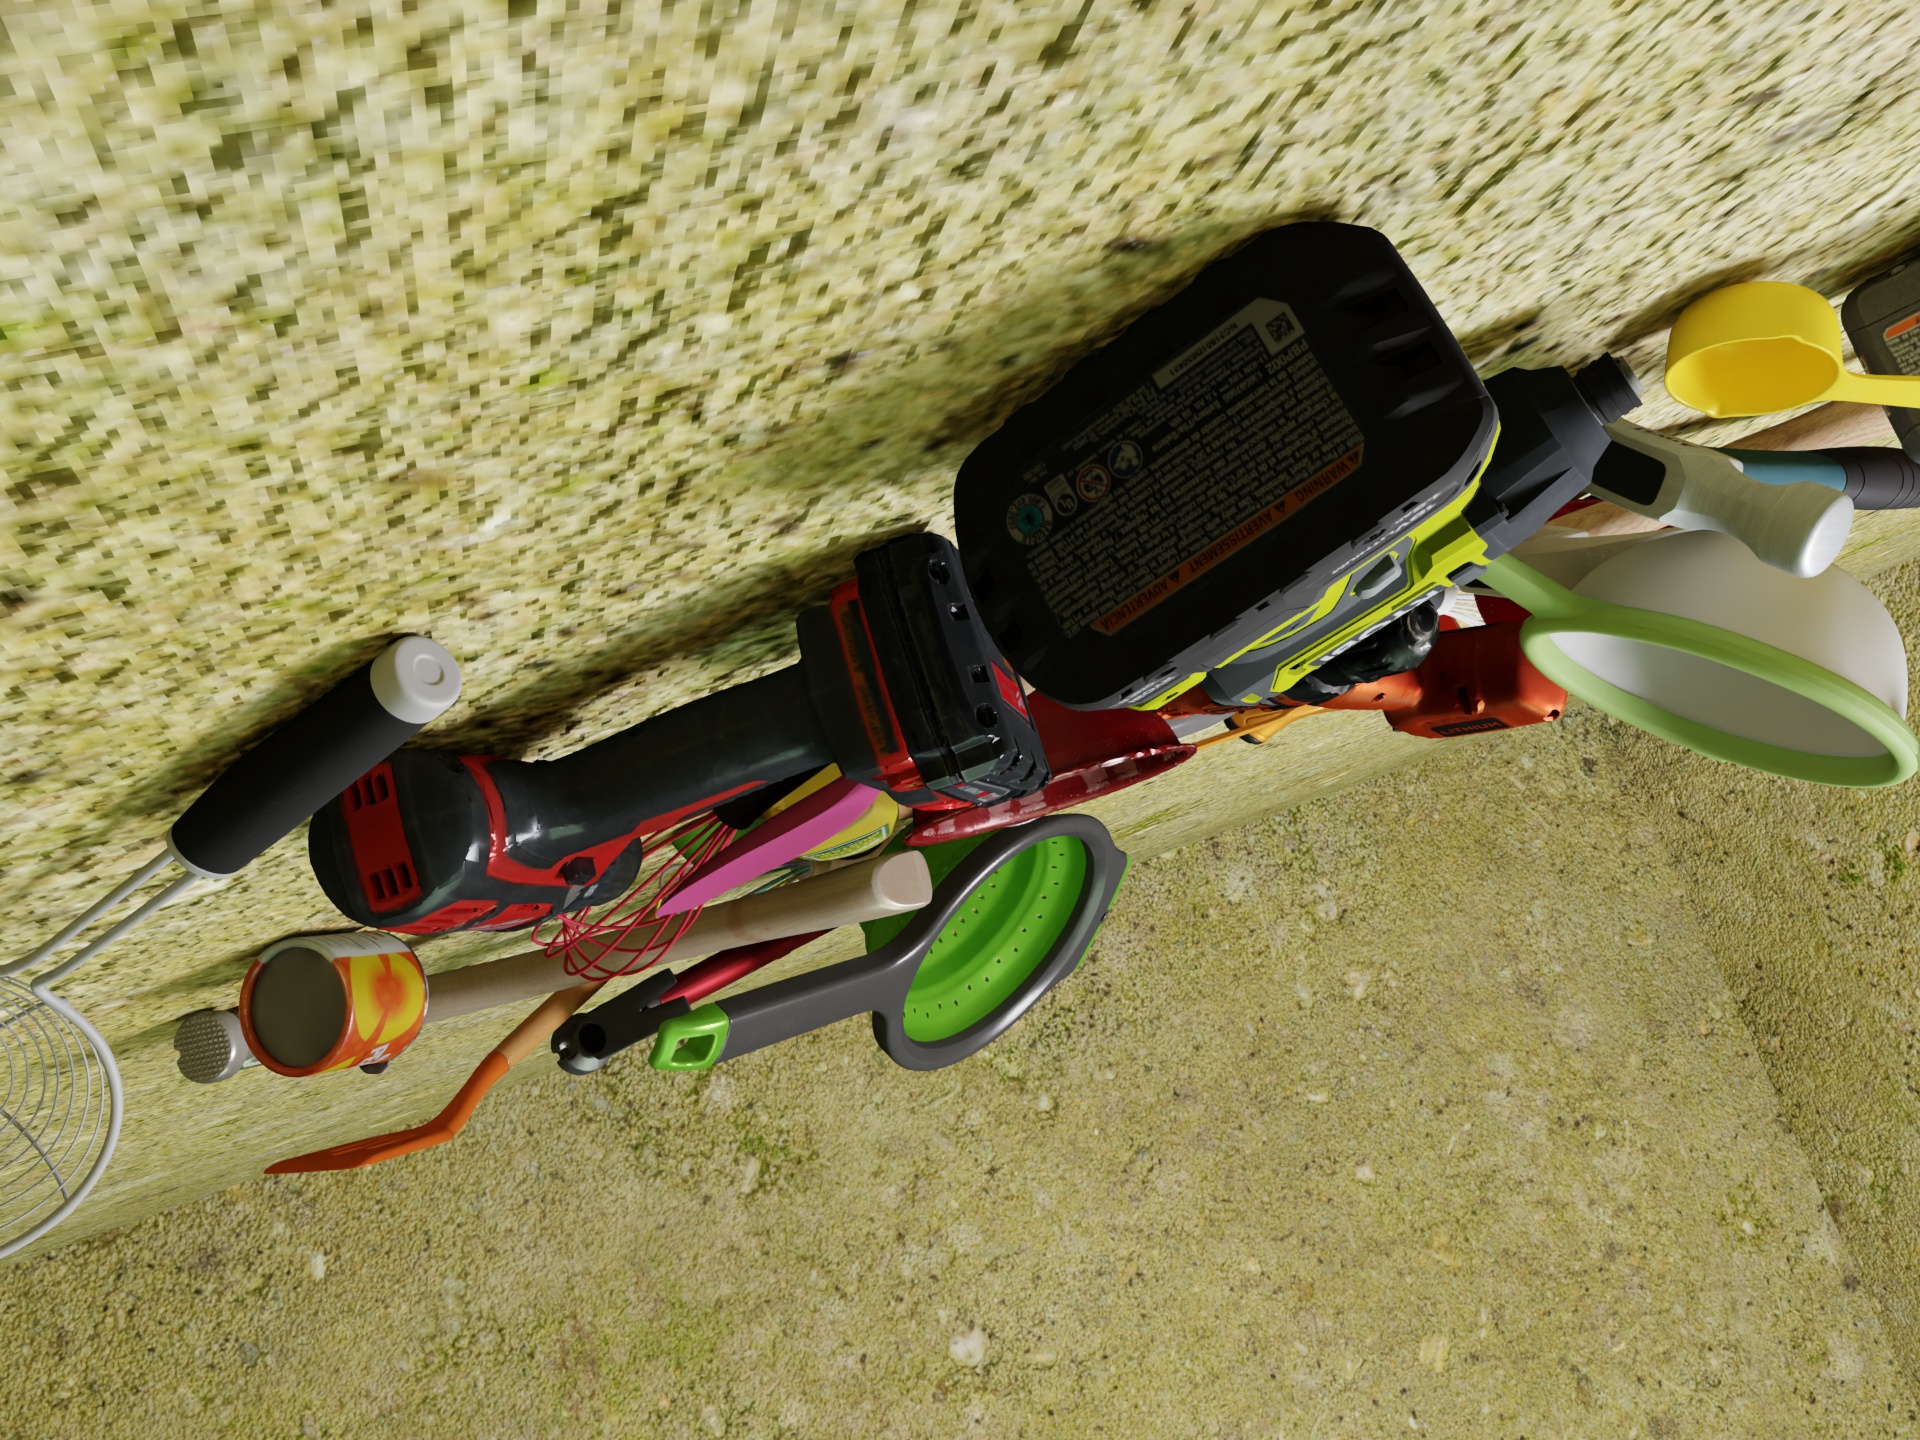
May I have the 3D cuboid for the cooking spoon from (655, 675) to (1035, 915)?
[{"bbox_3d":[-0.001,-0.002,0.640,0.319,0.017,0.068,-34,168,19],"label":"cooking spoon"}]

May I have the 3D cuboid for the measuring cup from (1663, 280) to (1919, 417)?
[{"bbox_3d":[0.331,-0.129,0.564,0.156,0.029,0.062,5,165,4],"label":"measuring cup"}]

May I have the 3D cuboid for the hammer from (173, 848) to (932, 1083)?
[{"bbox_3d":[-0.213,0.134,0.885,0.410,0.038,0.146,-15,173,10],"label":"hammer"}]

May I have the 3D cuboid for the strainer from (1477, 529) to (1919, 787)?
[{"bbox_3d":[0.259,-0.057,0.615,0.069,0.256,0.151,-63,-168,-4],"label":"strainer"}]

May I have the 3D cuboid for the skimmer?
[{"bbox_3d":[-0.273,0.087,0.496,0.363,0.090,0.127,-30,132,32],"label":"skimmer"}]

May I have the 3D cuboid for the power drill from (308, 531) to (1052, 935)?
[{"bbox_3d":[-0.088,0.020,0.567,0.226,0.080,0.187,-19,170,7],"label":"power drill"}]

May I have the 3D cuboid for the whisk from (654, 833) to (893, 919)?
[{"bbox_3d":[-0.112,0.094,1.021,0.051,0.047,0.245,-13,180,30],"label":"whisk"}]

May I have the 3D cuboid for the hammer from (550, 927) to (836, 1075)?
[{"bbox_3d":[-0.092,0.133,1.094,0.386,0.038,0.143,-24,174,-46],"label":"hammer"}]

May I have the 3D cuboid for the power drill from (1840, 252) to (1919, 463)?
[{"bbox_3d":[0.449,-0.163,0.658,0.226,0.084,0.164,-16,171,-45],"label":"power drill"}]

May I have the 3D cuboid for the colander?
[{"bbox_3d":[-0.053,0.131,0.990,0.397,0.095,0.204,-9,129,-49],"label":"colander"}]

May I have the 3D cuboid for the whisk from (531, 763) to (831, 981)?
[{"bbox_3d":[-0.113,0.048,0.721,0.073,0.073,0.296,-10,159,-47],"label":"whisk"}]

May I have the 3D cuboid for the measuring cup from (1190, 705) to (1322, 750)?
[{"bbox_3d":[0.184,-0.026,0.935,0.173,0.052,0.095,-23,170,23],"label":"measuring cup"}]

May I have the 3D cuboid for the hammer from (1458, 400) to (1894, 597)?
[{"bbox_3d":[0.365,-0.116,0.772,0.331,0.031,0.130,-21,-156,-29],"label":"hammer"}]

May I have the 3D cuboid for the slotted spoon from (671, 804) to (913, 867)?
[{"bbox_3d":[-0.048,0.055,0.969,0.070,0.031,0.313,-22,173,38],"label":"slotted spoon"}]

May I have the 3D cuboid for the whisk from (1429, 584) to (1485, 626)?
[{"bbox_3d":[0.280,-0.069,0.894,0.284,0.070,0.070,-3,161,-47],"label":"whisk"}]

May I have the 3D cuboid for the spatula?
[{"bbox_3d":[-0.261,0.180,0.942,0.081,0.041,0.323,-12,-162,31],"label":"spatula"}]

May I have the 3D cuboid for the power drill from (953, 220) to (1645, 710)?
[{"bbox_3d":[0.111,-0.066,0.473,0.171,0.080,0.223,-34,166,26],"label":"power drill"}]

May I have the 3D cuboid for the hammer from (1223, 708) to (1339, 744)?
[{"bbox_3d":[0.332,-0.050,1.038,0.337,0.127,0.034,-14,175,24],"label":"hammer"}]

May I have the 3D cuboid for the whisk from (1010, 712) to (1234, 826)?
[{"bbox_3d":[0.094,0.013,0.991,0.239,0.055,0.055,-20,171,-31],"label":"whisk"}]

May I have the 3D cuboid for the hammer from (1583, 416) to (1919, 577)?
[{"bbox_3d":[0.355,-0.099,0.651,0.331,0.128,0.033,-7,120,-40],"label":"hammer"}]
